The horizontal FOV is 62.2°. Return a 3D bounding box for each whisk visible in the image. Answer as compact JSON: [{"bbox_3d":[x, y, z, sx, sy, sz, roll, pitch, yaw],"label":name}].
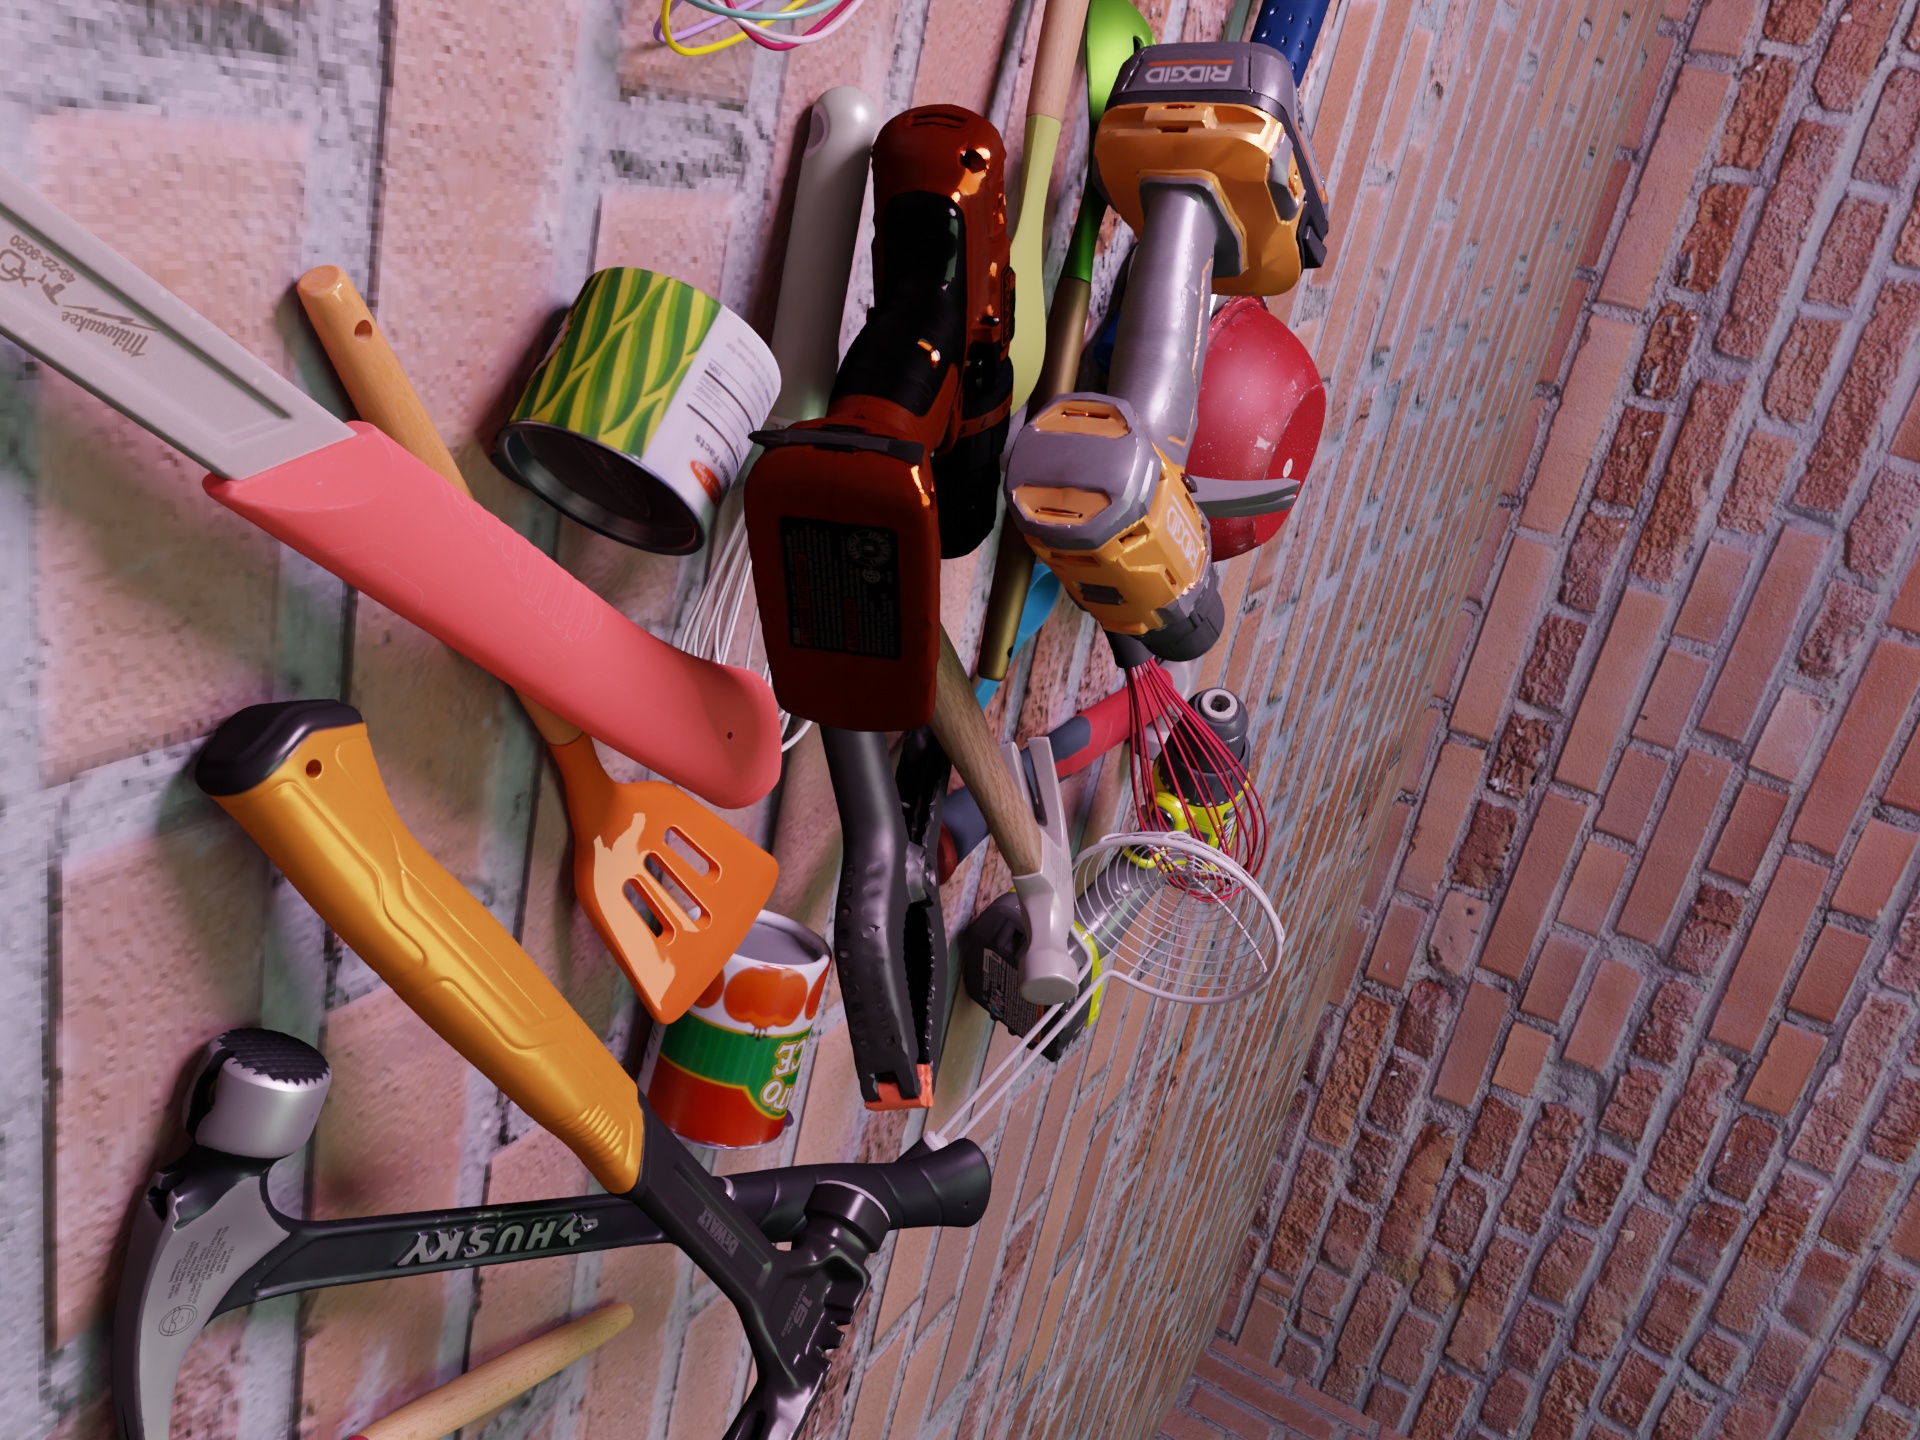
[{"bbox_3d":[0.105,-0.019,0.889,0.073,0.073,0.295,-47,122,-41],"label":"whisk"},{"bbox_3d":[-0.061,-0.101,0.577,0.059,0.058,0.246,4,106,-29],"label":"whisk"},{"bbox_3d":[-0.021,-0.264,0.522,0.245,0.051,0.047,-49,146,-45],"label":"whisk"}]

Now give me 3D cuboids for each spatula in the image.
[{"bbox_3d":[-0.128,-0.009,0.512,0.081,0.041,0.322,-55,154,-27],"label":"spatula"}]

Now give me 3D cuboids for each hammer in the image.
[{"bbox_3d":[-0.123,0.127,0.503,0.336,0.034,0.127,62,42,-36],"label":"hammer"},{"bbox_3d":[-0.001,-0.002,0.738,0.331,0.031,0.130,63,21,-47],"label":"hammer"},{"bbox_3d":[0.072,0.003,0.985,0.386,0.038,0.143,-28,134,-58],"label":"hammer"},{"bbox_3d":[-0.146,-0.039,0.399,0.149,0.037,0.358,-62,151,-10],"label":"hammer"},{"bbox_3d":[0.150,-0.288,0.810,0.035,0.144,0.406,81,28,-76],"label":"hammer"},{"bbox_3d":[-0.115,0.194,0.606,0.408,0.036,0.149,17,98,-52],"label":"hammer"}]

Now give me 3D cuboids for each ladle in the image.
[{"bbox_3d":[0.028,-0.271,0.644,0.078,0.062,0.320,-5,108,-68],"label":"ladle"},{"bbox_3d":[-0.206,0.266,0.595,0.069,0.031,0.315,-28,168,15],"label":"ladle"}]

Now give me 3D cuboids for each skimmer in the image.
[{"bbox_3d":[0.029,0.208,0.894,0.363,0.127,0.090,-49,-171,6],"label":"skimmer"}]

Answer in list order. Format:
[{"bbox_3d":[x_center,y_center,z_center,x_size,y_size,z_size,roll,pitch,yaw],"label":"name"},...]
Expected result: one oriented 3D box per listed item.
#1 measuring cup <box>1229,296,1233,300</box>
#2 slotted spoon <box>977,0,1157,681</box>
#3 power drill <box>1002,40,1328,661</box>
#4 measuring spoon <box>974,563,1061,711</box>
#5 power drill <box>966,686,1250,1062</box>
[{"bbox_3d":[0.120,-0.193,0.899,0.095,0.052,0.173,-4,112,-66],"label":"measuring cup"},{"bbox_3d":[0.047,-0.171,0.716,0.070,0.031,0.314,9,94,-64],"label":"slotted spoon"},{"bbox_3d":[0.096,-0.144,0.685,0.185,0.084,0.226,39,64,-61],"label":"power drill"},{"bbox_3d":[0.012,-0.030,0.855,0.128,0.021,0.042,-58,158,0],"label":"measuring spoon"},{"bbox_3d":[0.107,0.093,1.025,0.228,0.080,0.190,-44,156,-25],"label":"power drill"}]
